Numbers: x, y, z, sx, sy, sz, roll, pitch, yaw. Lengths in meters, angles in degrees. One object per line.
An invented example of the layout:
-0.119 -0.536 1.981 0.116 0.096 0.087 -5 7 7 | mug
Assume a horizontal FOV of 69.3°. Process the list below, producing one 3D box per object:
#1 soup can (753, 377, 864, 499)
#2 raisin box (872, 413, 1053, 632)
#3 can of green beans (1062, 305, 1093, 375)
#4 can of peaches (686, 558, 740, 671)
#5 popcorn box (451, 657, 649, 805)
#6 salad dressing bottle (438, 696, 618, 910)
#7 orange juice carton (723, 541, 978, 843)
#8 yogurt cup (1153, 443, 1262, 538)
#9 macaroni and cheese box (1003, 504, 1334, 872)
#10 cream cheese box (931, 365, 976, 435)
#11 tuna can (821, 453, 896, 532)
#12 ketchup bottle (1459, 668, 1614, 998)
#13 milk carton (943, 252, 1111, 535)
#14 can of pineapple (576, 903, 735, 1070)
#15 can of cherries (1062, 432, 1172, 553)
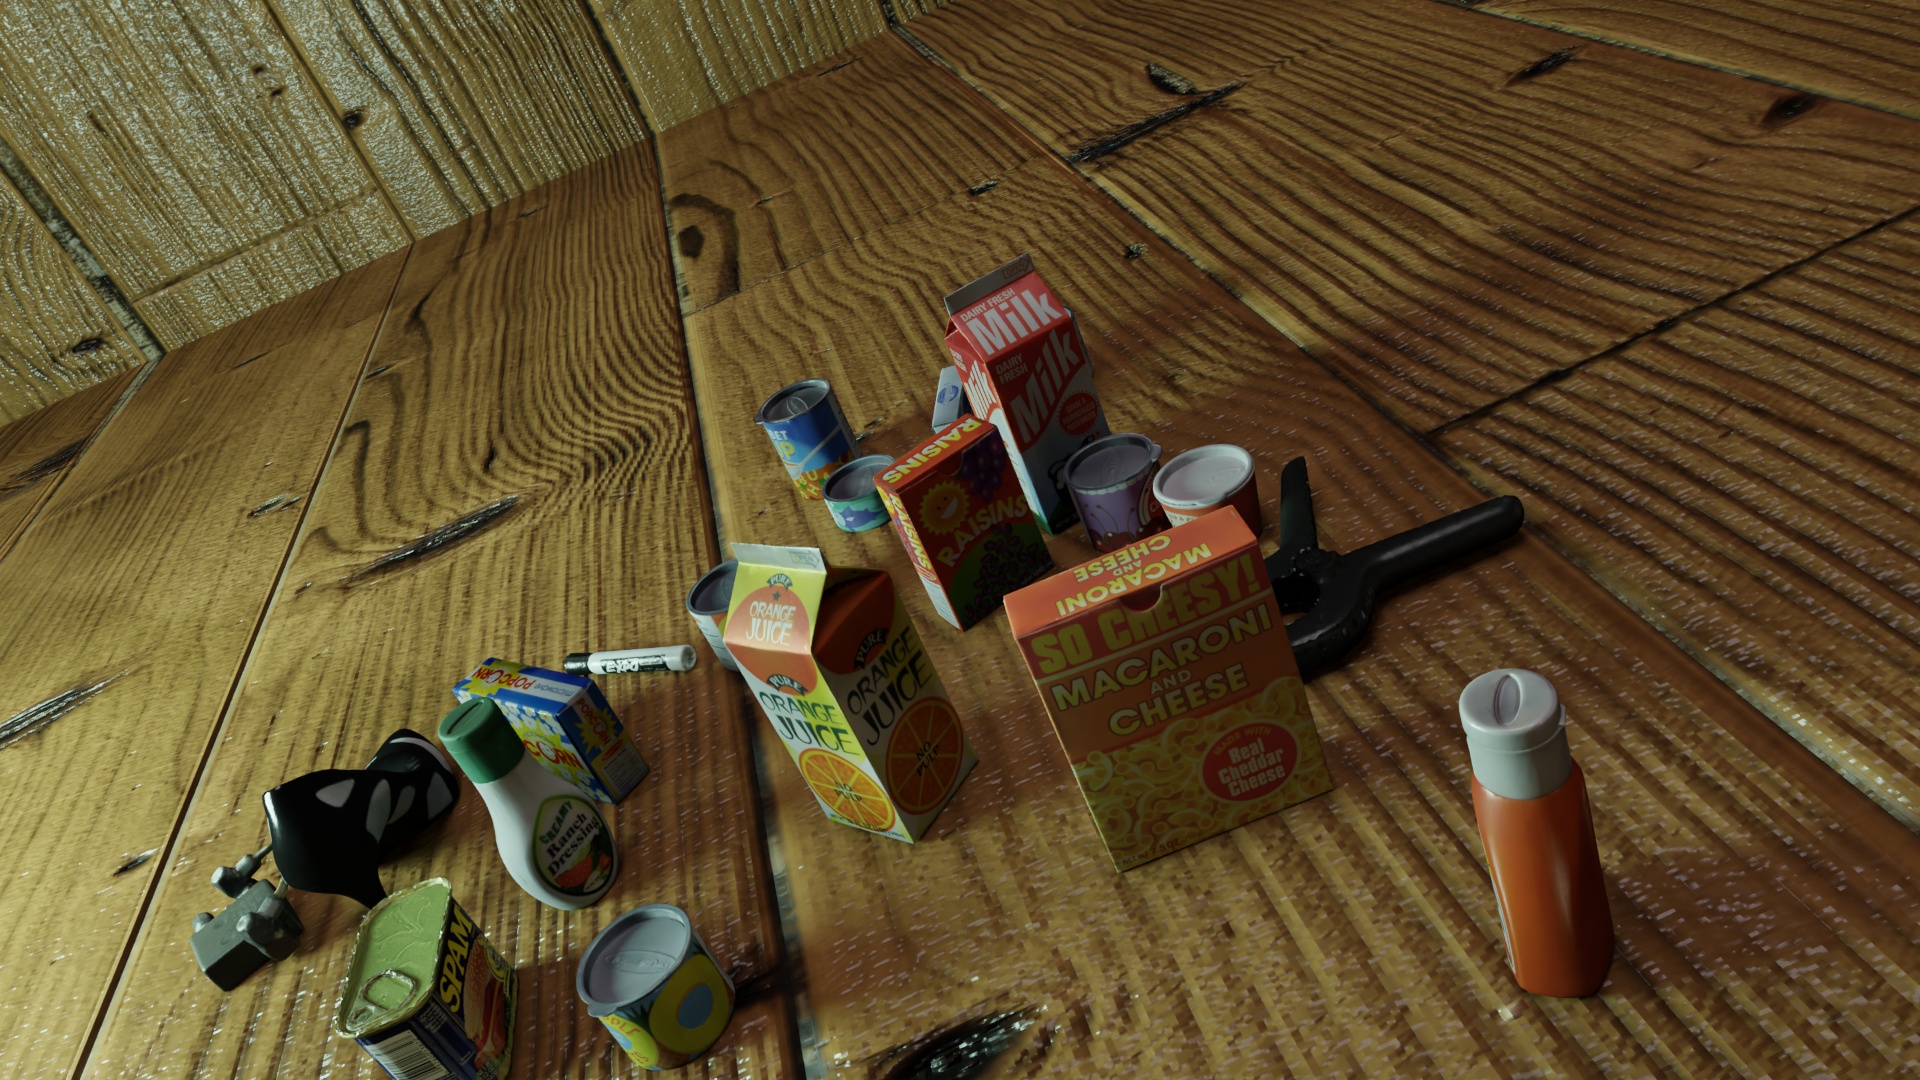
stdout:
-0.127 -0.085 1.186 0.071 0.083 0.072 -17 31 11 | soup can
0.003 -0.012 0.948 0.086 0.123 0.040 -35 32 -17 | raisin box
0.074 -0.160 1.189 0.071 0.057 0.071 -17 32 11 | can of green beans
-0.156 0.053 1.020 0.071 0.057 0.071 -17 32 11 | can of peaches
-0.283 0.130 0.961 0.126 0.085 0.038 5 41 39 | popcorn box
-0.262 0.160 0.841 0.044 0.147 0.064 2 40 37 | salad dressing bottle
-0.067 0.077 0.792 0.072 0.192 0.073 5 41 39 | orange juice carton
0.168 -0.024 0.924 0.072 0.053 0.073 -17 32 11 | yogurt cup
0.108 0.079 0.698 0.124 0.165 0.040 -22 31 3 | macaroni and cheese box
0.000 -0.100 1.153 0.024 0.053 0.104 -15 32 15 | cream cheese box
-0.074 -0.039 1.130 0.071 0.032 0.071 -17 32 11 | tuna can
0.236 0.118 0.569 0.043 0.148 0.065 -5 36 29 | ketchup bottle
0.050 -0.107 0.997 0.072 0.189 0.073 -31 31 -11 | milk carton
-0.163 0.239 0.740 0.071 0.057 0.071 -17 32 11 | can of pineapple
0.114 -0.033 0.969 0.071 0.058 0.072 -17 32 11 | can of cherries
